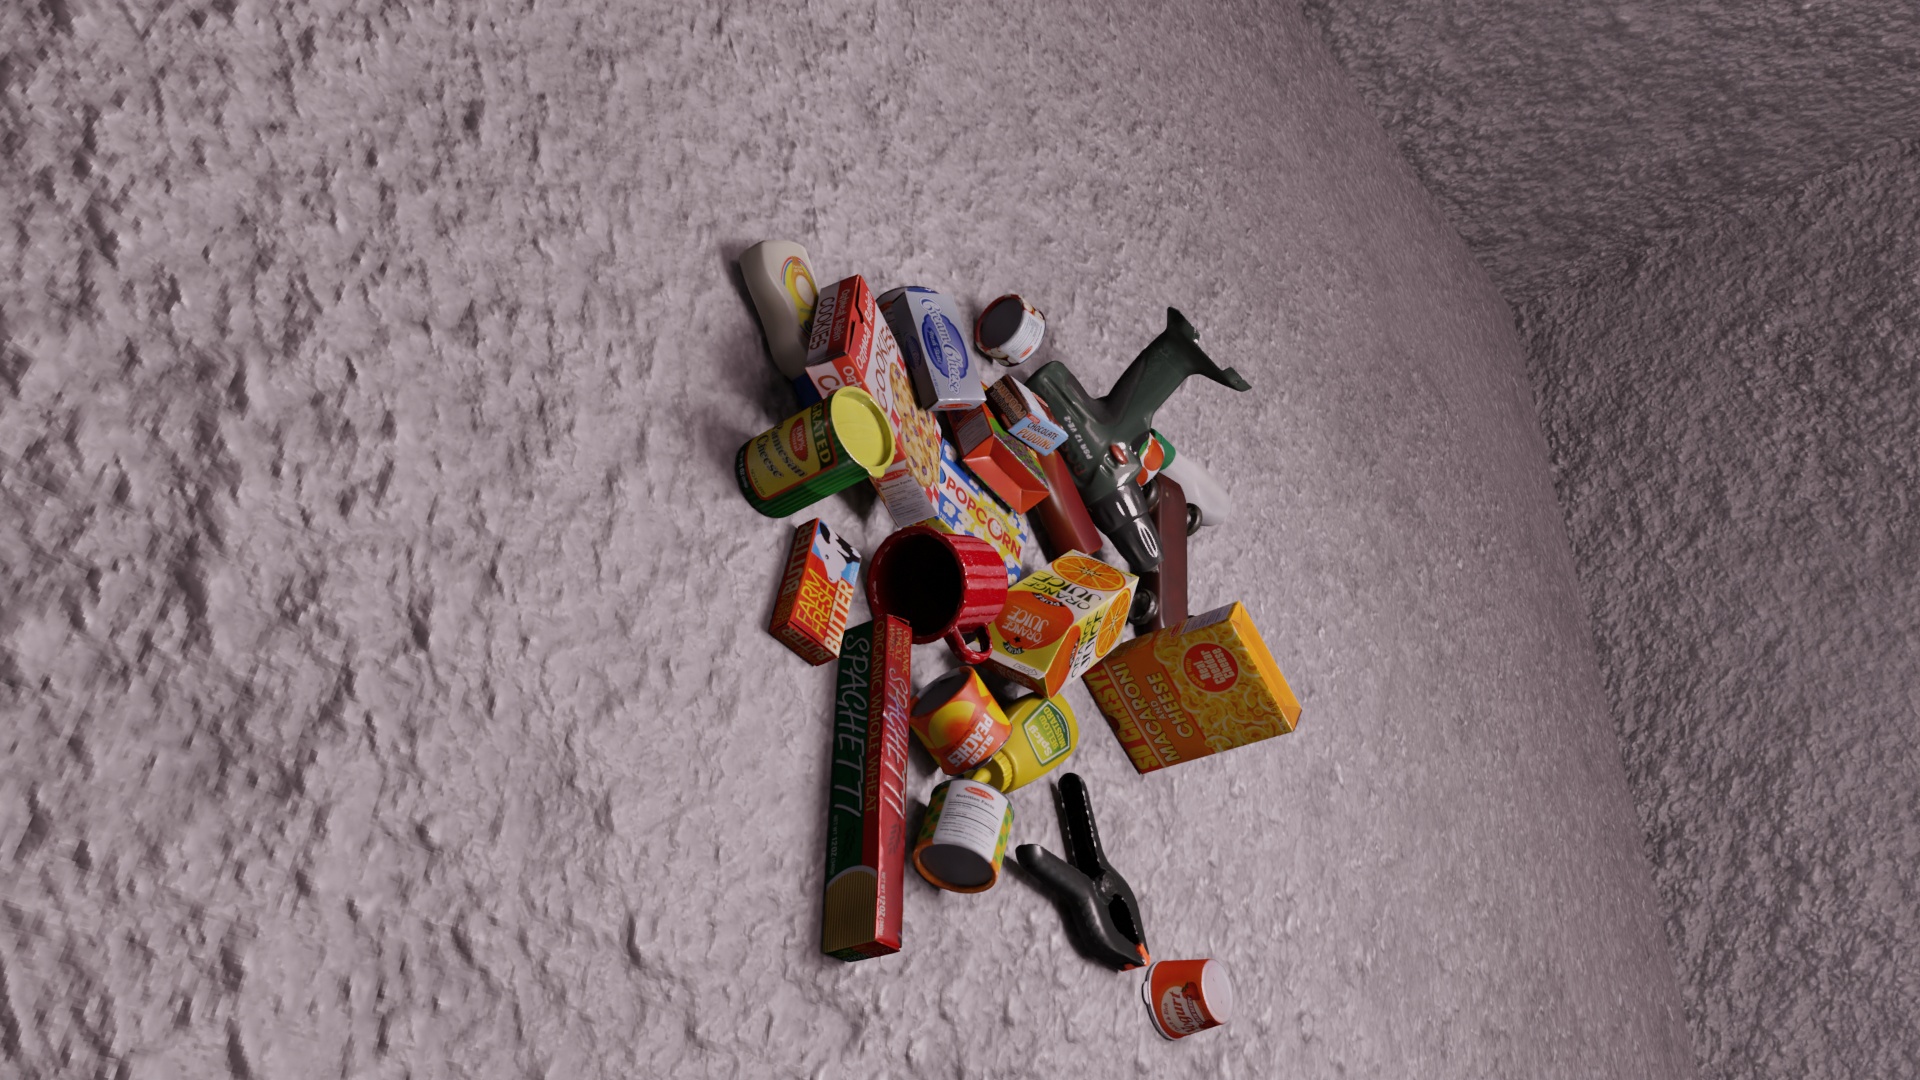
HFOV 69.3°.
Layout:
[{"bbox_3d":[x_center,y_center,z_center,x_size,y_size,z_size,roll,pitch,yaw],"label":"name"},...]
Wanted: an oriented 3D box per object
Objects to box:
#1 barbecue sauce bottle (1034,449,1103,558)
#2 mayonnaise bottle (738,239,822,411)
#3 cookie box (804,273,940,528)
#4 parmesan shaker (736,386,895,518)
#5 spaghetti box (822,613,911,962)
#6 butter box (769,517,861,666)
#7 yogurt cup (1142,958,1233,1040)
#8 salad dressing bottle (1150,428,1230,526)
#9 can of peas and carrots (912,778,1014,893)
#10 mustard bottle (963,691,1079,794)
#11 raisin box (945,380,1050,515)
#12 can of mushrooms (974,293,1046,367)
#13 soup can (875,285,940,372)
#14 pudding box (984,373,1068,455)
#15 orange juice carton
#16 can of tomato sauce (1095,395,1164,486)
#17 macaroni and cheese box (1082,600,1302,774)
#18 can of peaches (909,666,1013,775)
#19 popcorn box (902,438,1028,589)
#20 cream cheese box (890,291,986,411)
[{"bbox_3d":[0.087,-0.051,1.345,0.148,0.043,0.065,65,20,-1],"label":"barbecue sauce bottle"},{"bbox_3d":[-0.129,-0.167,1.116,0.065,0.041,0.148,-10,79,-59],"label":"mayonnaise bottle"},{"bbox_3d":[-0.065,-0.113,1.115,0.123,0.040,0.166,-89,156,-51],"label":"cookie box"},{"bbox_3d":[-0.107,-0.061,1.025,0.071,0.103,0.071,32,45,-40],"label":"parmesan shaker"},{"bbox_3d":[-0.065,0.169,0.990,0.028,0.050,0.251,34,44,-41],"label":"spaghetti box"},{"bbox_3d":[-0.107,0.038,1.036,0.053,0.024,0.104,43,40,-32],"label":"butter box"},{"bbox_3d":[0.203,0.399,1.217,0.072,0.054,0.073,33,46,-41],"label":"yogurt cup"},{"bbox_3d":[0.252,-0.073,1.590,0.147,0.044,0.064,40,43,-32],"label":"salad dressing bottle"},{"bbox_3d":[0.002,0.223,1.038,0.071,0.070,0.059,49,37,-25],"label":"can of peas and carrots"},{"bbox_3d":[0.043,0.174,1.138,0.161,0.048,0.065,-28,92,-57],"label":"mustard bottle"},{"bbox_3d":[0.030,-0.090,1.256,0.086,0.040,0.124,42,17,-31],"label":"raisin box"},{"bbox_3d":[0.047,-0.208,1.369,0.033,0.071,0.071,30,48,-41],"label":"can of mushrooms"},{"bbox_3d":[-0.040,-0.170,1.220,0.071,0.071,0.084,23,53,-46],"label":"soup can"},{"bbox_3d":[0.060,-0.113,1.259,0.050,0.030,0.083,59,16,26],"label":"pudding box"},{"bbox_3d":[0.079,0.075,1.204,0.193,0.072,0.072,-27,135,-57],"label":"orange juice carton"},{"bbox_3d":[0.167,-0.104,1.466,0.083,0.071,0.071,42,40,-33],"label":"can of tomato sauce"},{"bbox_3d":[0.211,0.139,1.287,0.123,0.166,0.040,59,34,-10],"label":"macaroni and cheese box"},{"bbox_3d":[-0.002,0.140,1.079,0.058,0.071,0.071,56,34,-13],"label":"can of peaches"},{"bbox_3d":[0.004,-0.015,1.212,0.126,0.038,0.085,44,40,-30],"label":"popcorn box"},{"bbox_3d":[-0.019,-0.159,1.167,0.053,0.024,0.104,-5,70,-39],"label":"cream cheese box"}]
